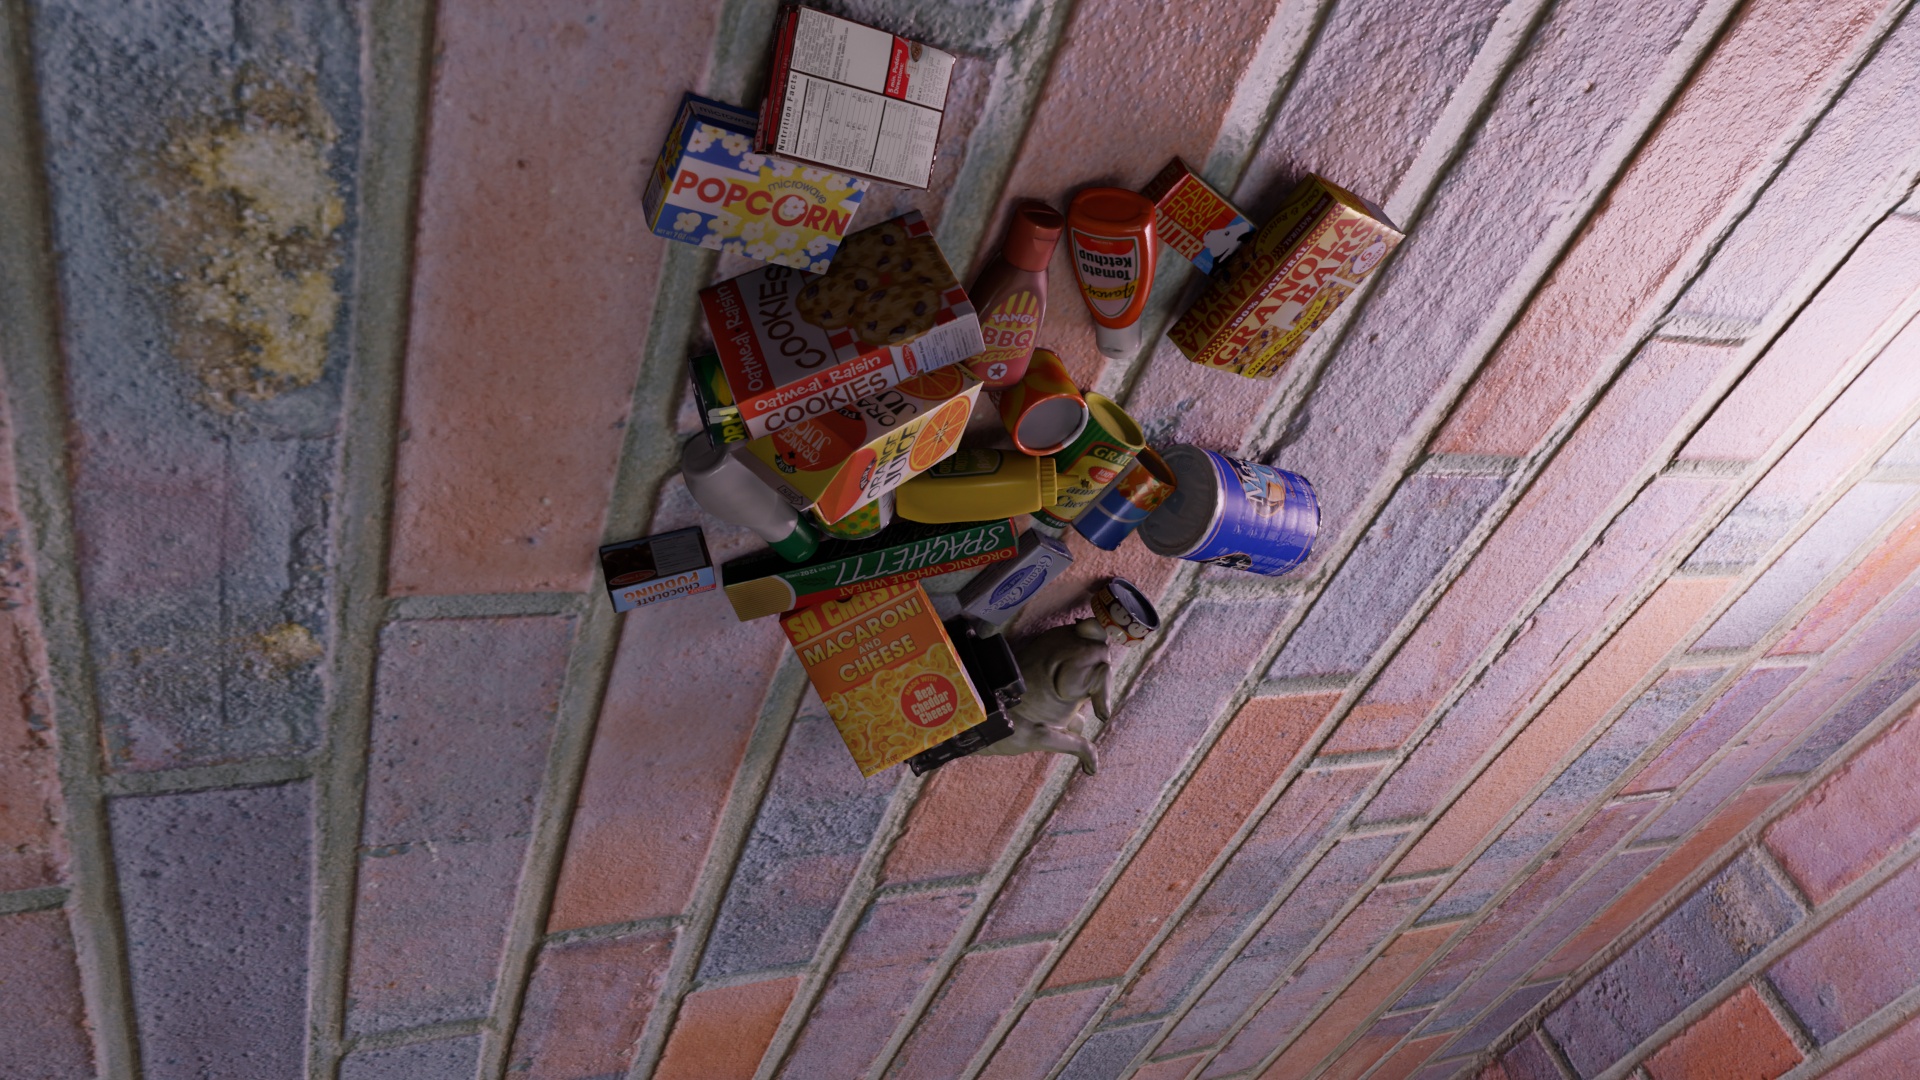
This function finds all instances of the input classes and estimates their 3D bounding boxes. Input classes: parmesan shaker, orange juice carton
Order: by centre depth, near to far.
[{"bbox_3d":[-0.075,-0.077,0.997,0.193,0.072,0.072,-34,155,-45],"label":"orange juice carton"},{"bbox_3d":[0.099,-0.066,1.175,0.071,0.071,0.102,17,126,-40],"label":"parmesan shaker"}]

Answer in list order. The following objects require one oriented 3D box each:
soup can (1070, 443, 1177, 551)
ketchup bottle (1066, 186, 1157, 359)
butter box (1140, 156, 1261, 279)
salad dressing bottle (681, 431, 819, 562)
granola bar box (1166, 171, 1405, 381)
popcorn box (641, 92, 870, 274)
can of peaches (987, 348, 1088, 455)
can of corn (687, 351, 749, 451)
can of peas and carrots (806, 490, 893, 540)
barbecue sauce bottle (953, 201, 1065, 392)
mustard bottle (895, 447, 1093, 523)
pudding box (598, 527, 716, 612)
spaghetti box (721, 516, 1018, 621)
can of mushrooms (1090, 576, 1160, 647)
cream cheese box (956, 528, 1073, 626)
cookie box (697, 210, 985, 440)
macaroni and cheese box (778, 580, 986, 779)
[{"bbox_3d":[0.142,-0.041,1.224,0.071,0.071,0.083,21,123,-41],"label":"soup can"},{"bbox_3d":[0.116,-0.197,1.044,0.065,0.044,0.148,13,151,17],"label":"ketchup bottle"},{"bbox_3d":[0.178,-0.242,1.049,0.103,0.024,0.053,23,121,-43],"label":"butter box"},{"bbox_3d":[-0.162,-0.031,1.097,0.064,0.044,0.147,-32,142,6],"label":"salad dressing bottle"},{"bbox_3d":[0.259,-0.203,1.103,0.124,0.039,0.165,4,135,-49],"label":"granola bar box"},{"bbox_3d":[-0.130,-0.227,0.894,0.127,0.038,0.084,7,130,-33],"label":"popcorn box"},{"bbox_3d":[0.060,-0.110,1.110,0.071,0.058,0.071,-15,141,-13],"label":"can of peaches"},{"bbox_3d":[-0.158,-0.103,0.995,0.058,0.071,0.070,-15,140,-13],"label":"can of corn"},{"bbox_3d":[-0.090,-0.043,1.102,0.071,0.071,0.058,-15,140,-12],"label":"can of peas and carrots"},{"bbox_3d":[0.036,-0.179,1.031,0.065,0.044,0.147,0,135,-24],"label":"barbecue sauce bottle"},{"bbox_3d":[0.028,-0.047,1.131,0.160,0.065,0.048,-2,125,2],"label":"mustard bottle"},{"bbox_3d":[-0.242,0.023,1.110,0.084,0.050,0.030,-14,138,-14],"label":"pudding box"},{"bbox_3d":[-0.075,0.016,1.171,0.250,0.029,0.050,-13,137,3],"label":"spaghetti box"},{"bbox_3d":[0.159,0.069,1.360,0.071,0.071,0.033,23,123,-42],"label":"can of mushrooms"},{"bbox_3d":[0.051,0.035,1.298,0.103,0.024,0.053,-42,138,21],"label":"cream cheese box"},{"bbox_3d":[-0.083,-0.147,0.941,0.167,0.123,0.040,-22,140,-4],"label":"cookie box"},{"bbox_3d":[-0.068,0.110,1.233,0.124,0.040,0.166,-27,102,2],"label":"macaroni and cheese box"}]
